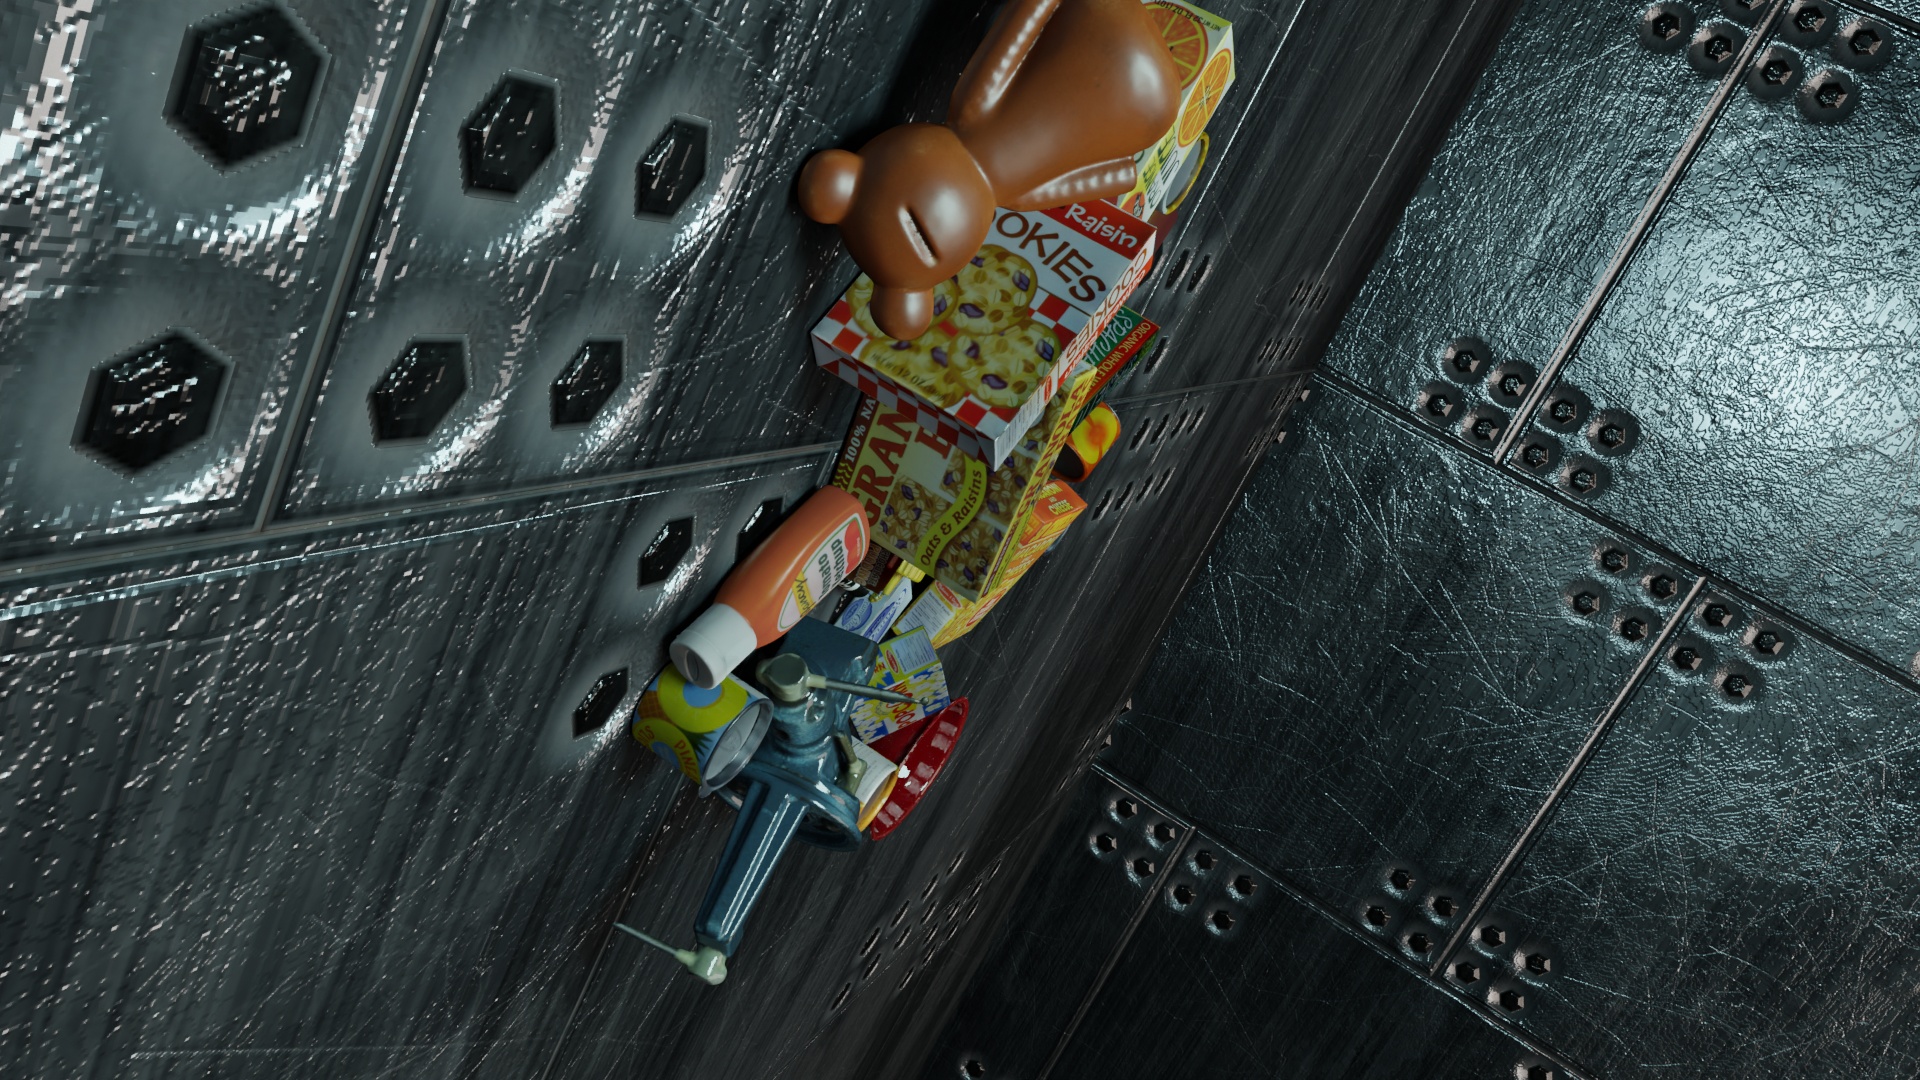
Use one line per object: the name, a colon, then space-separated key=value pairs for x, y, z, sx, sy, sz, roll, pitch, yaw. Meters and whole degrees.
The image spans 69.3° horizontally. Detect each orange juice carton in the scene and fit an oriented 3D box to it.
orange juice carton: x=0.103 y=-0.260 z=0.924 sx=0.192 sy=0.072 sz=0.073 roll=-58 pitch=164 yaw=-2

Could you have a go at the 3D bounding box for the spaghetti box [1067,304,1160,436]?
spaghetti box: x=0.093 y=-0.129 z=1.187 sx=0.251 sy=0.050 sz=0.028 roll=-46 pitch=162 yaw=-40

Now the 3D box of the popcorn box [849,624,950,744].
popcorn box: x=-0.057 y=0.122 z=1.152 sx=0.085 sy=0.038 sz=0.126 roll=-24 pitch=158 yaw=-7

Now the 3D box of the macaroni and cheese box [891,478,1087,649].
macaroni and cheese box: x=0.026 y=0.021 z=1.211 sx=0.166 sy=0.040 sz=0.124 roll=-48 pitch=169 yaw=21

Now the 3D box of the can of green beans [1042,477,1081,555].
can of green beans: x=0.071 y=-0.028 z=1.292 sx=0.071 sy=0.058 sz=0.071 roll=-52 pitch=164 yaw=-22

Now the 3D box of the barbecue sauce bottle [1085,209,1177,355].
barbecue sauce bottle: x=0.119 y=-0.213 z=1.119 sx=0.148 sy=0.044 sz=0.065 roll=-57 pitch=165 yaw=-2

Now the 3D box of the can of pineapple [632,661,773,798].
can of pineapple: x=-0.157 y=0.110 z=0.841 sx=0.071 sy=0.058 sz=0.070 roll=-52 pitch=163 yaw=-23

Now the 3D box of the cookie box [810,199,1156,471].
cookie box: x=0.016 y=-0.138 z=0.787 sx=0.168 sy=0.123 sz=0.040 roll=-53 pitch=165 yaw=-20

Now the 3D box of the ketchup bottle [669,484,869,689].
ketchup bottle: x=-0.115 y=0.030 z=0.849 sx=0.149 sy=0.043 sz=0.064 roll=-46 pitch=153 yaw=-37

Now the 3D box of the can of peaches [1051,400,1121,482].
can of peaches: x=0.103 y=-0.092 z=1.250 sx=0.058 sy=0.071 sz=0.071 roll=-50 pitch=163 yaw=-25

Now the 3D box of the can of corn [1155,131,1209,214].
can of corn: x=0.144 y=-0.286 z=1.031 sx=0.071 sy=0.058 sz=0.071 roll=-52 pitch=164 yaw=-22

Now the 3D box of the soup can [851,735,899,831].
soup can: x=-0.102 y=0.189 z=1.118 sx=0.071 sy=0.084 sz=0.071 roll=-52 pitch=164 yaw=-22

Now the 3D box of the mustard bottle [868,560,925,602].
mustard bottle: x=-0.022 y=-0.020 z=1.035 sx=0.160 sy=0.049 sz=0.065 roll=-59 pitch=164 yaw=2

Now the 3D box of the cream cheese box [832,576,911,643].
cream cheese box: x=-0.077 y=0.067 z=1.077 sx=0.104 sy=0.024 sz=0.053 roll=-53 pitch=165 yaw=-19

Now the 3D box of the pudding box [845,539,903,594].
pudding box: x=-0.047 y=-0.009 z=0.960 sx=0.049 sy=0.030 sz=0.084 roll=-54 pitch=-171 yaw=45

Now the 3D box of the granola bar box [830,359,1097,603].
granola bar box: x=-0.004 y=-0.062 z=0.867 sx=0.039 sy=0.124 sz=0.164 roll=-34 pitch=151 yaw=-58
